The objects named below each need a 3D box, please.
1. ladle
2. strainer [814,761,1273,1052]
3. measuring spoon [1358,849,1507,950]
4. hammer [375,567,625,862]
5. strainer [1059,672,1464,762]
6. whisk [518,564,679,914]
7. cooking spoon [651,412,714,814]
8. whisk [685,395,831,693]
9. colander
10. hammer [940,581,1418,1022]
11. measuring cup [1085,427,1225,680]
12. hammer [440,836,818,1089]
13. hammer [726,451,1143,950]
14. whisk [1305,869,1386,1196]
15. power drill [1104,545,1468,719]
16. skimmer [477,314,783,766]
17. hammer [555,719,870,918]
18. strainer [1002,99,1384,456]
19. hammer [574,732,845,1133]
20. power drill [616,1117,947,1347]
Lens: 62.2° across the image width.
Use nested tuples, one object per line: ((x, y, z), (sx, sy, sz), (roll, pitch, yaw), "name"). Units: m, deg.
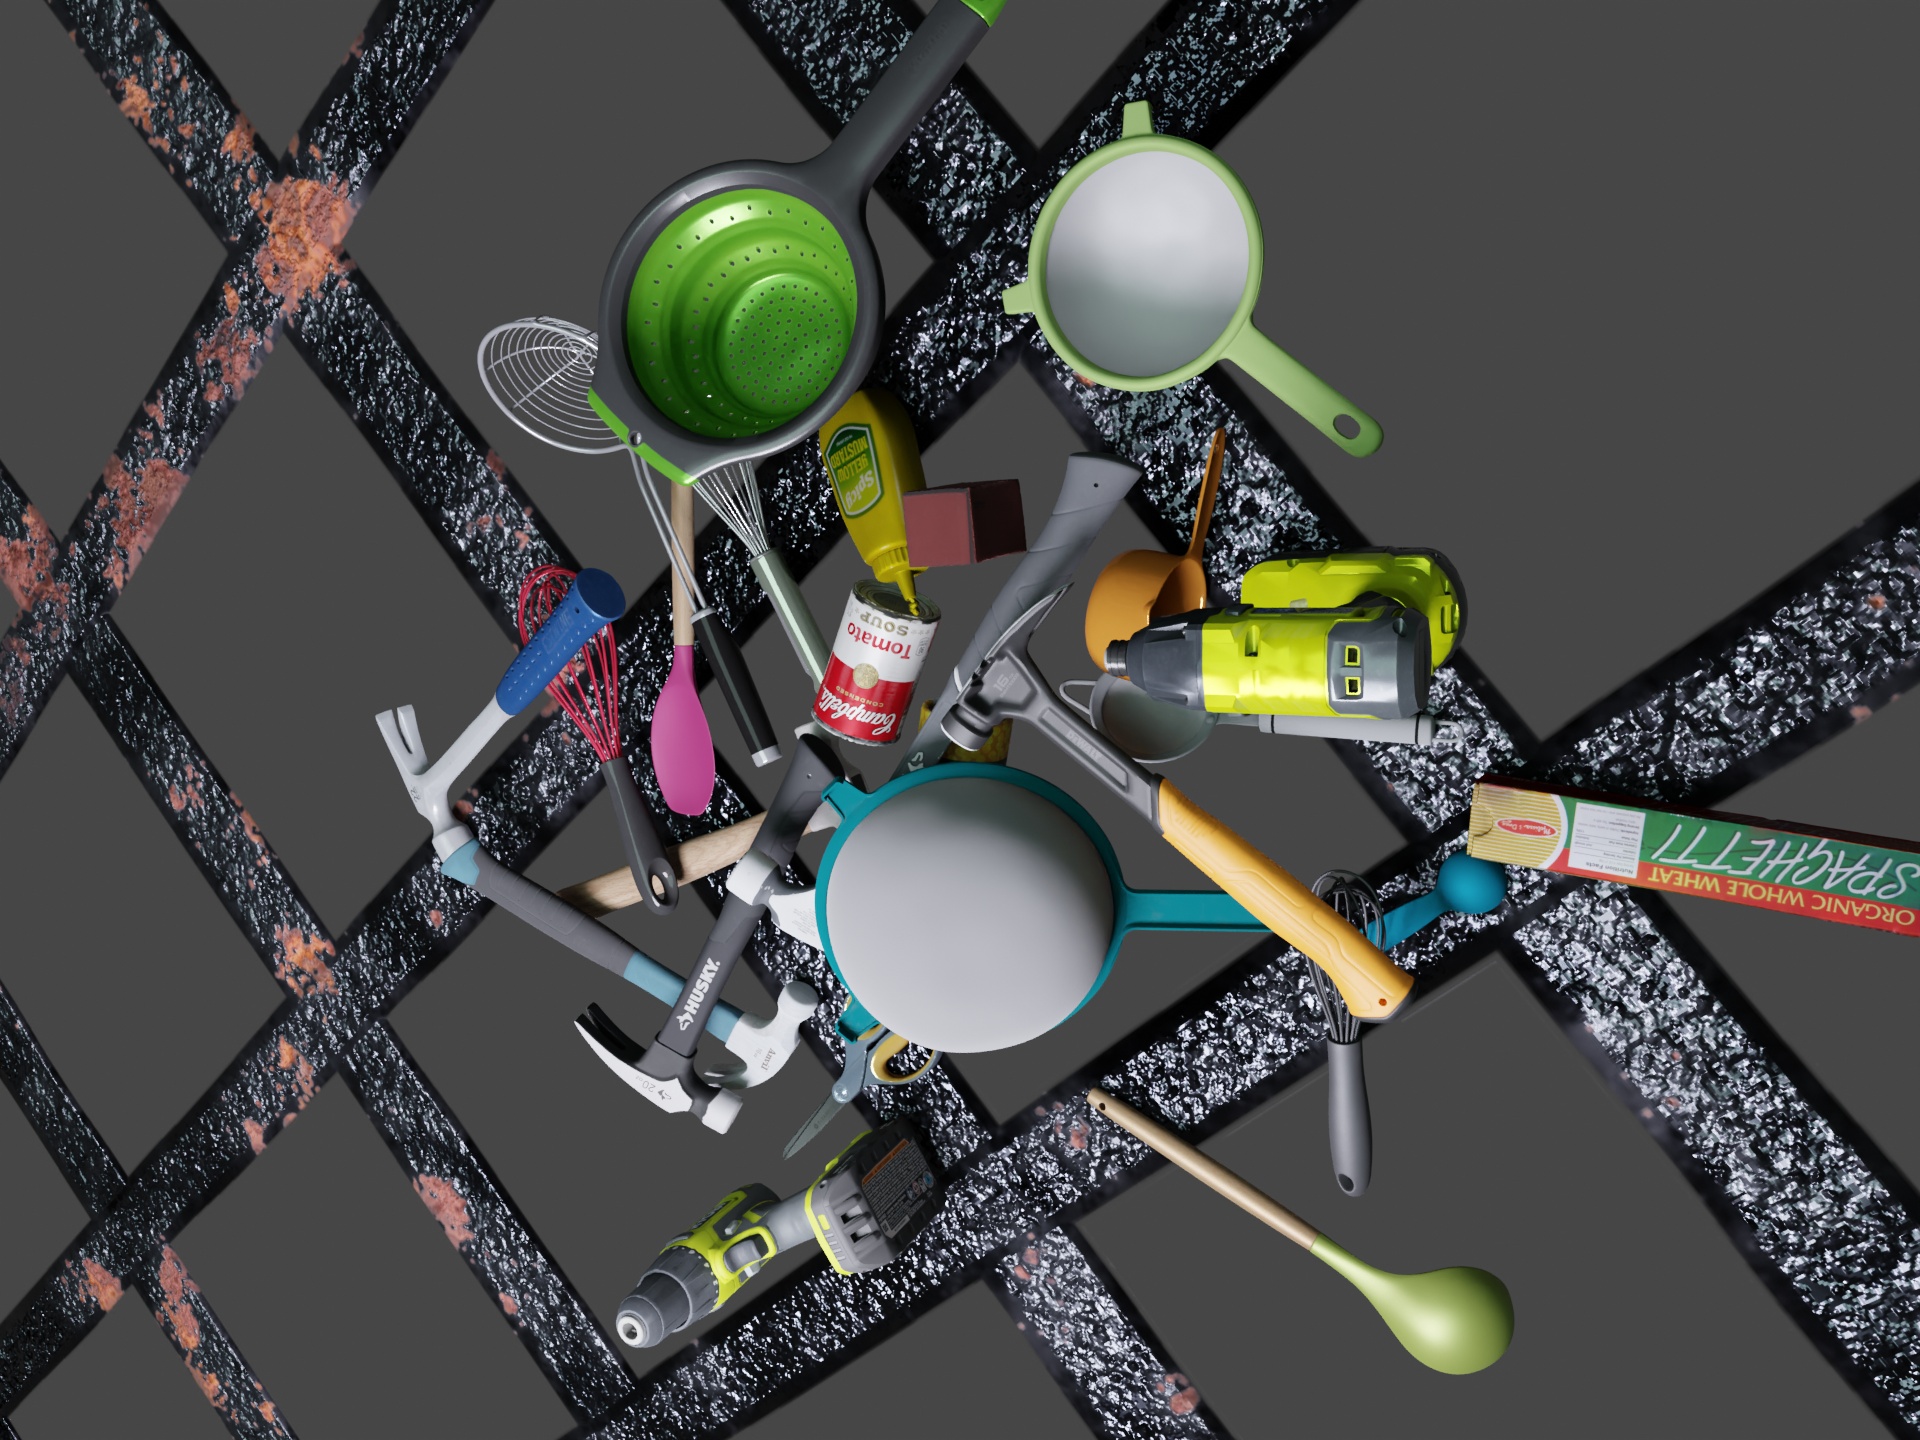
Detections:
((0.227, 0.340, 1.101), (0.320, 0.062, 0.078), (29, 115, 27), "ladle")
((0.068, 0.139, 1.033), (0.340, 0.095, 0.211), (0, 108, 4), "strainer")
((0.291, 0.127, 1.021), (0.128, 0.021, 0.042), (-39, 83, 30), "measuring spoon")
((-0.369, -0.016, 1.267), (0.405, 0.035, 0.144), (-35, 82, 47), "hammer")
((0.193, 0.000, 1.034), (0.258, 0.050, 0.087), (5, 60, 22), "strainer")
((-0.281, 0.014, 1.260), (0.073, 0.073, 0.296), (-22, 86, 30), "whisk")
((-0.213, -0.084, 1.227), (0.069, 0.017, 0.319), (6, 100, 36), "cooking spoon")
((-0.150, -0.130, 1.183), (0.059, 0.058, 0.246), (-26, 93, 0), "whisk")
((-0.087, -0.334, 1.088), (0.204, 0.094, 0.397), (42, 99, 14), "colander")
((0.148, 0.062, 0.987), (0.337, 0.034, 0.127), (40, 117, 7), "hammer")
((0.128, -0.108, 1.030), (0.052, 0.095, 0.173), (14, 90, 29), "measuring cup")
((-0.280, 0.190, 1.299), (0.331, 0.033, 0.128), (30, 117, 7), "hammer")
((-0.002, -0.003, 1.065), (0.149, 0.036, 0.409), (34, 109, 4), "hammer")
((0.255, 0.209, 1.043), (0.055, 0.055, 0.238), (3, 110, 27), "whisk")
((0.196, -0.049, 0.914), (0.171, 0.223, 0.080), (2, 102, 27), "power drill")
((-0.236, -0.125, 1.169), (0.127, 0.090, 0.363), (-24, 90, 44), "skimmer")
((-0.205, 0.110, 1.275), (0.331, 0.031, 0.130), (-23, 90, 30), "hammer")
((0.161, -0.247, 0.977), (0.256, 0.069, 0.151), (42, 115, 13), "strainer")
((-0.178, 0.155, 1.216), (0.146, 0.035, 0.334), (29, 110, 3), "hammer")
((-0.142, 0.398, 1.221), (0.228, 0.190, 0.080), (-29, 88, 26), "power drill")
